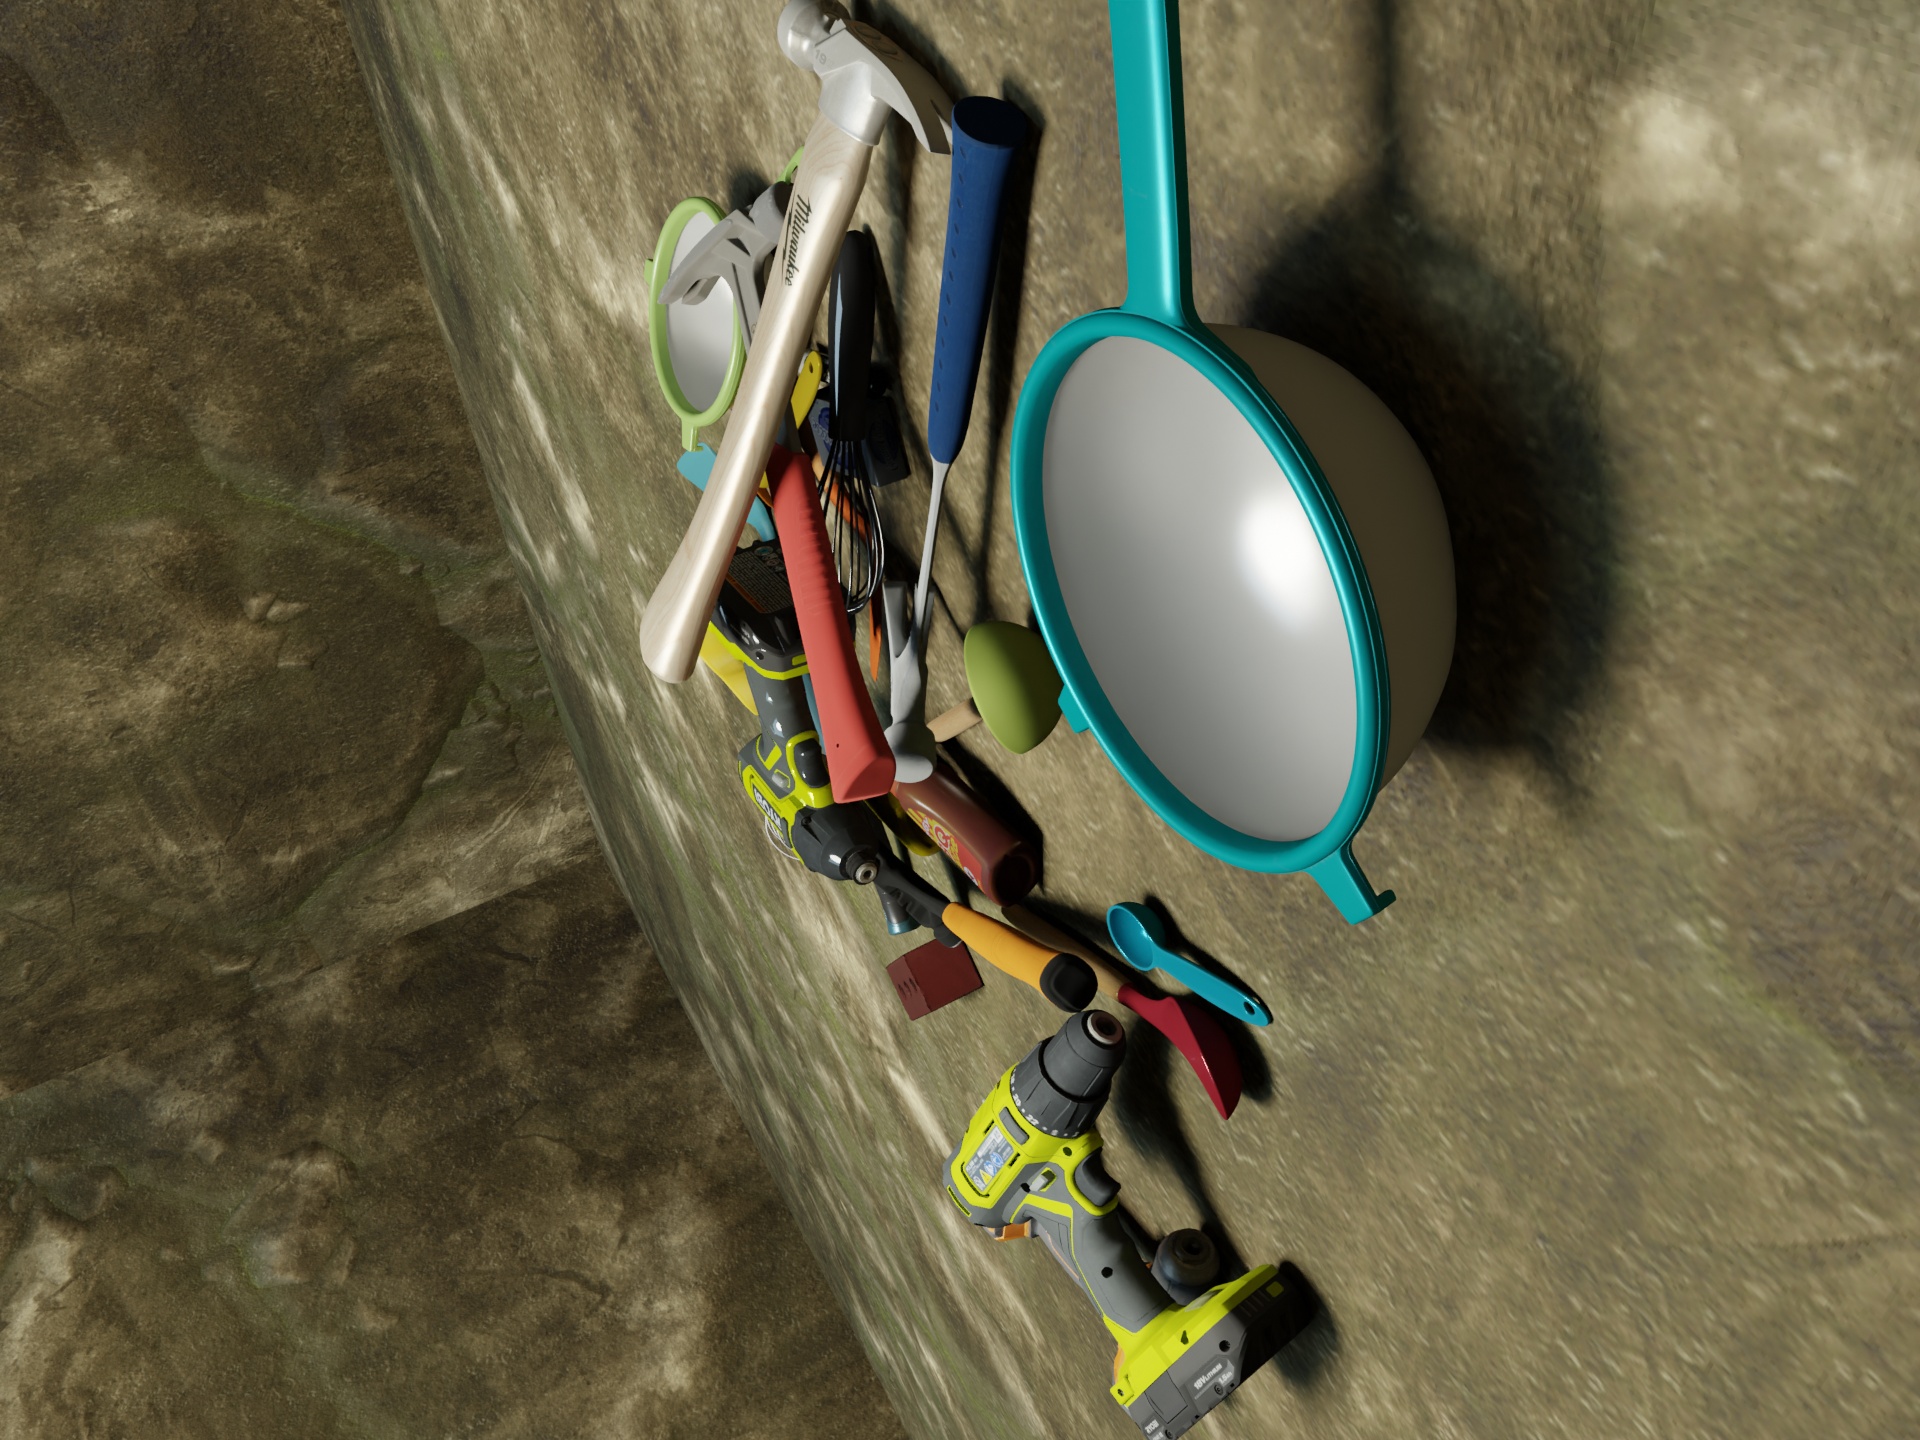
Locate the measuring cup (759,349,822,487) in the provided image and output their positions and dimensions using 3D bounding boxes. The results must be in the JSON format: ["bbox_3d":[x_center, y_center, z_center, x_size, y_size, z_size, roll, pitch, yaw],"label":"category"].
[{"bbox_3d":[-0.124,-0.207,1.077,0.156,0.029,0.062,-44,62,65],"label":"measuring cup"}]

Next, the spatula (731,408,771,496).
[{"bbox_3d":[-0.150,-0.205,1.206,0.059,0.018,0.316,88,161,-48],"label":"spatula"}]

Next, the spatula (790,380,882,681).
[{"bbox_3d":[-0.107,-0.182,1.126,0.323,0.041,0.081,64,167,15],"label":"spatula"}]

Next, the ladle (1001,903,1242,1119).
[{"bbox_3d":[0.092,0.164,0.993,0.316,0.031,0.069,26,140,66],"label":"ladle"}]

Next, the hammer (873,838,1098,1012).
[{"bbox_3d":[0.005,0.137,1.086,0.127,0.034,0.337,42,170,-17],"label":"hammer"}]

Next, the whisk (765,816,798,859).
[{"bbox_3d":[-0.154,-0.006,1.348,0.070,0.070,0.284,33,137,59],"label":"whisk"}]

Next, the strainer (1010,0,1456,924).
[{"bbox_3d":[0.103,-0.112,0.552,0.211,0.095,0.340,37,143,52],"label":"strainer"}]

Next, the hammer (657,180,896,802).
[{"bbox_3d":[-0.103,-0.126,0.957,0.149,0.036,0.359,-21,79,51],"label":"hammer"}]

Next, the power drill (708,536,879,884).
[{"bbox_3d":[-0.113,-0.001,1.116,0.171,0.080,0.223,43,148,48],"label":"power drill"}]

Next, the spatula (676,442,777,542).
[{"bbox_3d":[-0.152,-0.086,1.351,0.082,0.044,0.317,-14,100,63],"label":"spatula"}]

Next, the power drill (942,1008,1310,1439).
[{"bbox_3d":[0.099,0.303,0.970,0.229,0.080,0.190,49,132,24],"label":"power drill"}]

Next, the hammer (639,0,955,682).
[{"bbox_3d":[-0.108,-0.178,0.897,0.146,0.038,0.410,51,132,31],"label":"hammer"}]

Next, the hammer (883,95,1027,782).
[{"bbox_3d":[-0.011,-0.144,0.866,0.405,0.035,0.144,101,170,-50],"label":"hammer"}]

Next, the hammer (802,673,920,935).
[{"bbox_3d":[-0.096,0.042,1.303,0.128,0.033,0.330,-89,-19,-63],"label":"hammer"}]

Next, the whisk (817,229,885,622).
[{"bbox_3d":[-0.067,-0.174,0.968,0.055,0.055,0.238,38,130,55],"label":"whisk"}]

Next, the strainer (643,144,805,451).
[{"bbox_3d":[-0.129,-0.295,1.050,0.256,0.069,0.151,-31,69,54],"label":"strainer"}]

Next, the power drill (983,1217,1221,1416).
[{"bbox_3d":[0.098,0.361,1.119,0.226,0.084,0.185,46,144,39],"label":"power drill"}]

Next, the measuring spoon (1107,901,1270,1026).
[{"bbox_3d":[0.130,0.134,0.880,0.129,0.021,0.042,28,138,49],"label":"measuring spoon"}]

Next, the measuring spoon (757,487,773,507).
[{"bbox_3d":[-0.158,-0.188,1.259,0.021,0.011,0.117,60,-178,7],"label":"measuring spoon"}]

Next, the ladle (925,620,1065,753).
[{"bbox_3d":[-0.002,-0.003,1.018,0.320,0.062,0.078,151,100,-74],"label":"ladle"}]
